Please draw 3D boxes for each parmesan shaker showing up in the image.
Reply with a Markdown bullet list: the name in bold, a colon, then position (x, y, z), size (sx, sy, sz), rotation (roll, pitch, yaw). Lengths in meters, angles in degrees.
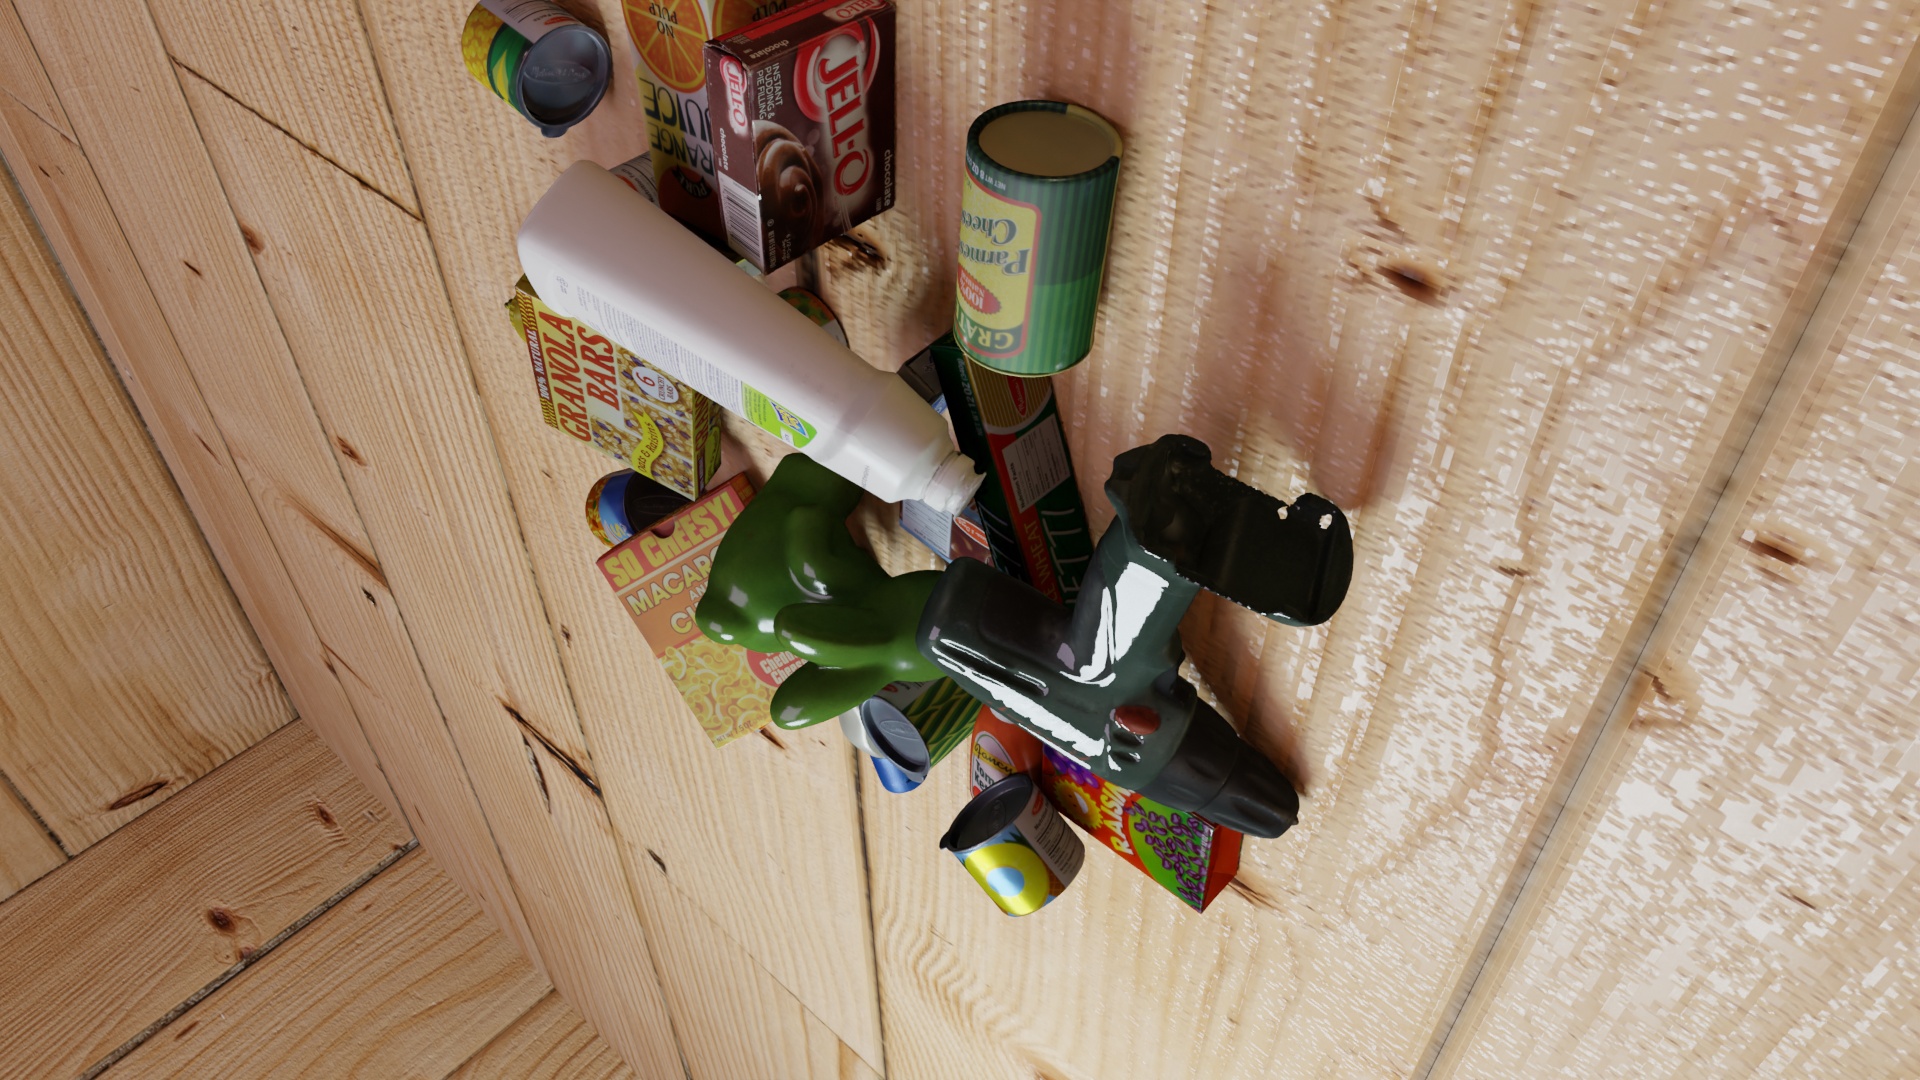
- **parmesan shaker**: position (0.031, -0.134, 0.614), size (0.071, 0.071, 0.102), rotation (35, 144, 26)

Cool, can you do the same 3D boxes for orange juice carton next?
- **orange juice carton**: position (-0.113, -0.220, 0.710), size (0.073, 0.072, 0.191), rotation (31, 142, 32)

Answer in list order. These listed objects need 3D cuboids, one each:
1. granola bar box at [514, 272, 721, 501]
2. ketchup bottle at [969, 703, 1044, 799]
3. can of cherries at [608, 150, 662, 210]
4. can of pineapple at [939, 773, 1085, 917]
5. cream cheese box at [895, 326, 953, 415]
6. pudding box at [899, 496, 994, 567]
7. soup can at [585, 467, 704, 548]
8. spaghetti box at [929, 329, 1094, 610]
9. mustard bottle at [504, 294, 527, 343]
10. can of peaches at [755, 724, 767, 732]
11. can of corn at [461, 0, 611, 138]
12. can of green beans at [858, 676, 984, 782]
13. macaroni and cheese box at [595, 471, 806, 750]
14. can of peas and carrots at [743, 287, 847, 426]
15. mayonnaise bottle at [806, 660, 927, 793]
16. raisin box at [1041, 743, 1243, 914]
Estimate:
- **granola bar box**: position (-0.218, -0.104, 0.909), size (0.124, 0.039, 0.164), rotation (27, 153, 4)
- **ketchup bottle**: position (0.036, 0.125, 0.880), size (0.065, 0.044, 0.148), rotation (36, 144, 31)
- **can of cherries**: position (-0.190, -0.197, 0.844), size (0.071, 0.059, 0.071), rotation (32, 143, 28)
- **can of pineapple**: position (0.033, 0.186, 0.848), size (0.058, 0.071, 0.071), rotation (52, 149, -13)
- **cream cheese box**: position (-0.023, -0.077, 0.750), size (0.024, 0.053, 0.103), rotation (47, 148, 1)
- **pudding box**: position (0.003, -0.010, 0.804), size (0.084, 0.030, 0.049), rotation (35, 143, 26)
- **soup can**: position (-0.244, -0.023, 1.073), size (0.083, 0.072, 0.071), rotation (-6, 116, 55)
- **spaghetti box**: position (0.041, -0.003, 0.742), size (0.029, 0.050, 0.249), rotation (17, 134, 46)
- **mustard bottle**: position (-0.289, -0.157, 1.020), size (0.160, 0.049, 0.065), rotation (28, 144, 35)
- **can of peaches**: position (-0.148, 0.105, 1.079), size (0.058, 0.071, 0.071), rotation (52, 148, 2)
- **can of corn**: position (-0.254, -0.287, 0.831), size (0.058, 0.071, 0.070), rotation (39, 145, 23)
- **can of green beans**: position (-0.025, 0.115, 0.934), size (0.071, 0.058, 0.071), rotation (32, 142, 29)
- **macaroni and cheese box**: position (-0.166, 0.052, 1.008), size (0.123, 0.040, 0.166), rotation (-29, 99, 15)
- **can of peas and carrots**: position (-0.110, -0.111, 0.825), size (0.071, 0.059, 0.070), rotation (33, 143, 30)
- **mayonnaise bottle**: position (-0.060, 0.115, 0.979), size (0.041, 0.065, 0.147), rotation (23, 142, 46)
- **raisin box**: position (0.105, 0.151, 0.819), size (0.123, 0.040, 0.085), rotation (32, 143, 31)
